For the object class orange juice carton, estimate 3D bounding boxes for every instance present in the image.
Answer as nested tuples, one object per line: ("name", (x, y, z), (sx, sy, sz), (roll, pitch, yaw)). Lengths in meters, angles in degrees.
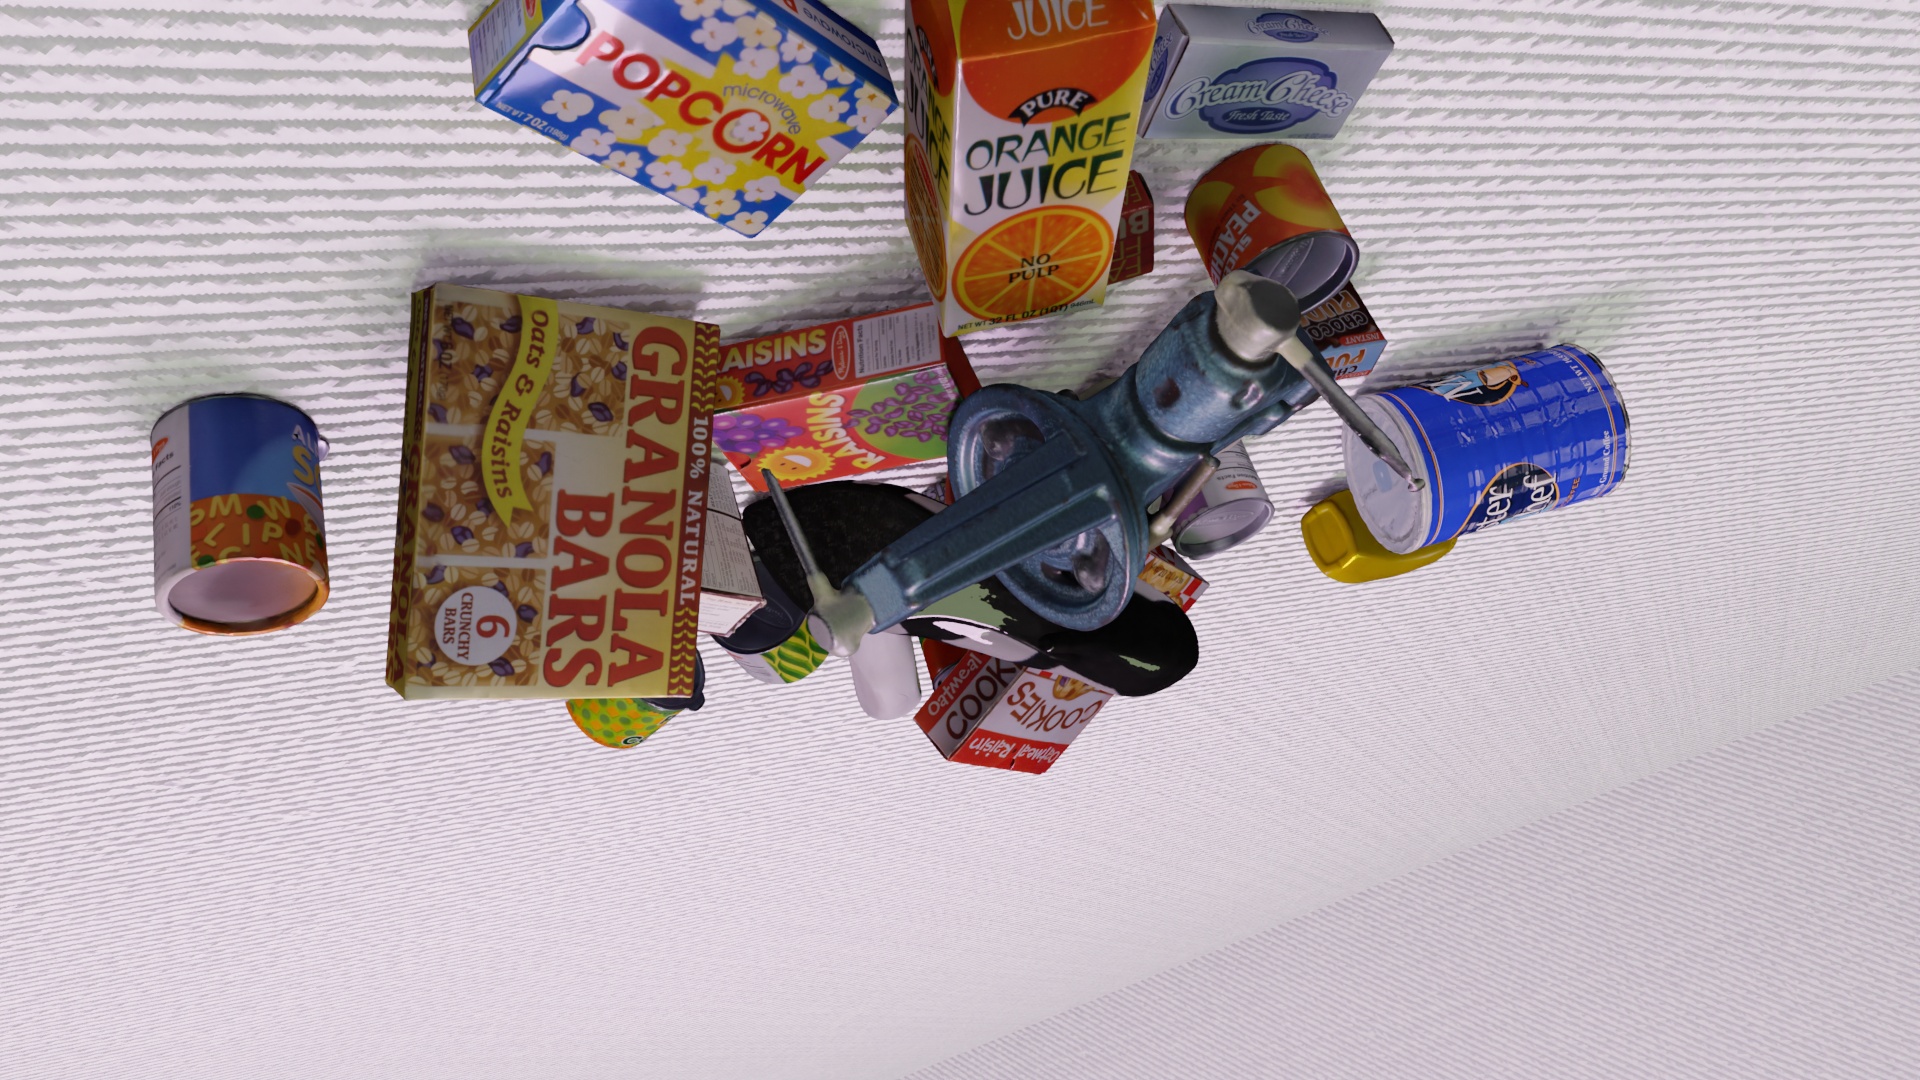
("orange juice carton", (0.021, -0.168, 0.522), (0.072, 0.073, 0.191), (-13, 151, -10))

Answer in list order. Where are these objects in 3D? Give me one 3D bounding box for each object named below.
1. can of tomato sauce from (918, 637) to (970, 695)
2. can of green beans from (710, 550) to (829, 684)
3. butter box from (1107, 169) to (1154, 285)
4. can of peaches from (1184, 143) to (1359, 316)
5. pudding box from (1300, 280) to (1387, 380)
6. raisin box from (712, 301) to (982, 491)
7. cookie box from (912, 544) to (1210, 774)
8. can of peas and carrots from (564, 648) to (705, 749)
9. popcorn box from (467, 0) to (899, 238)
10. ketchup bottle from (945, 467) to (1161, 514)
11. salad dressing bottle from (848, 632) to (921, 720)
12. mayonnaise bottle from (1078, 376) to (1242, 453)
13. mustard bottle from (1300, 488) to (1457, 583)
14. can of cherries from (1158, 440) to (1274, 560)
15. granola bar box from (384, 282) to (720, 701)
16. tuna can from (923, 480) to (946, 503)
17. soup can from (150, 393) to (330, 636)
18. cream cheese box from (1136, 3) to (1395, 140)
("can of tomato sauce", (0.002, 0.050, 0.894), (0.071, 0.083, 0.071), (-14, 152, -8))
("can of green beans", (-0.114, 0.047, 0.836), (0.071, 0.071, 0.057), (-20, 153, 2))
("butter box", (0.038, -0.134, 0.647), (0.103, 0.024, 0.053), (-18, 153, 0))
("can of peaches", (0.144, -0.144, 0.657), (0.071, 0.058, 0.071), (-14, 152, -7))
("pudding box", (0.180, -0.109, 0.751), (0.084, 0.050, 0.030), (-11, 150, -14))
("raisin box", (-0.056, -0.066, 0.670), (0.123, 0.040, 0.086), (-10, 155, 10))
("cookie box", (0.064, 0.067, 0.844), (0.167, 0.040, 0.123), (-51, 148, 11))
("can of peas and carrots", (-0.199, 0.089, 0.855), (0.071, 0.071, 0.058), (13, 139, -45))
("popcorn box", (-0.095, -0.166, 0.492), (0.085, 0.038, 0.127), (-34, 149, 28))
("ketchup bottle", (0.059, -0.031, 0.811), (0.149, 0.064, 0.043), (5, -172, -44))
("salad dressing bottle", (-0.054, 0.064, 0.914), (0.044, 0.064, 0.147), (-21, 146, -12))
("mayonnaise bottle", (0.116, -0.069, 0.727), (0.041, 0.065, 0.147), (2, 166, -32))
("mustard bottle", (0.318, -0.006, 1.013), (0.161, 0.065, 0.048), (-4, 155, -37))
("can of cherries", (0.153, -0.029, 0.869), (0.071, 0.058, 0.071), (-15, 152, -8))
("granola bar box", (-0.171, -0.017, 0.591), (0.124, 0.165, 0.039), (4, -178, -34))
("tuna can", (0.003, -0.011, 0.839), (0.071, 0.033, 0.070), (-15, 152, -8))
("soup can", (-0.306, -0.010, 0.596), (0.071, 0.084, 0.071), (-15, 152, -8))
("cream cheese box", (0.125, -0.196, 0.587), (0.104, 0.024, 0.053), (-6, 149, -22))
